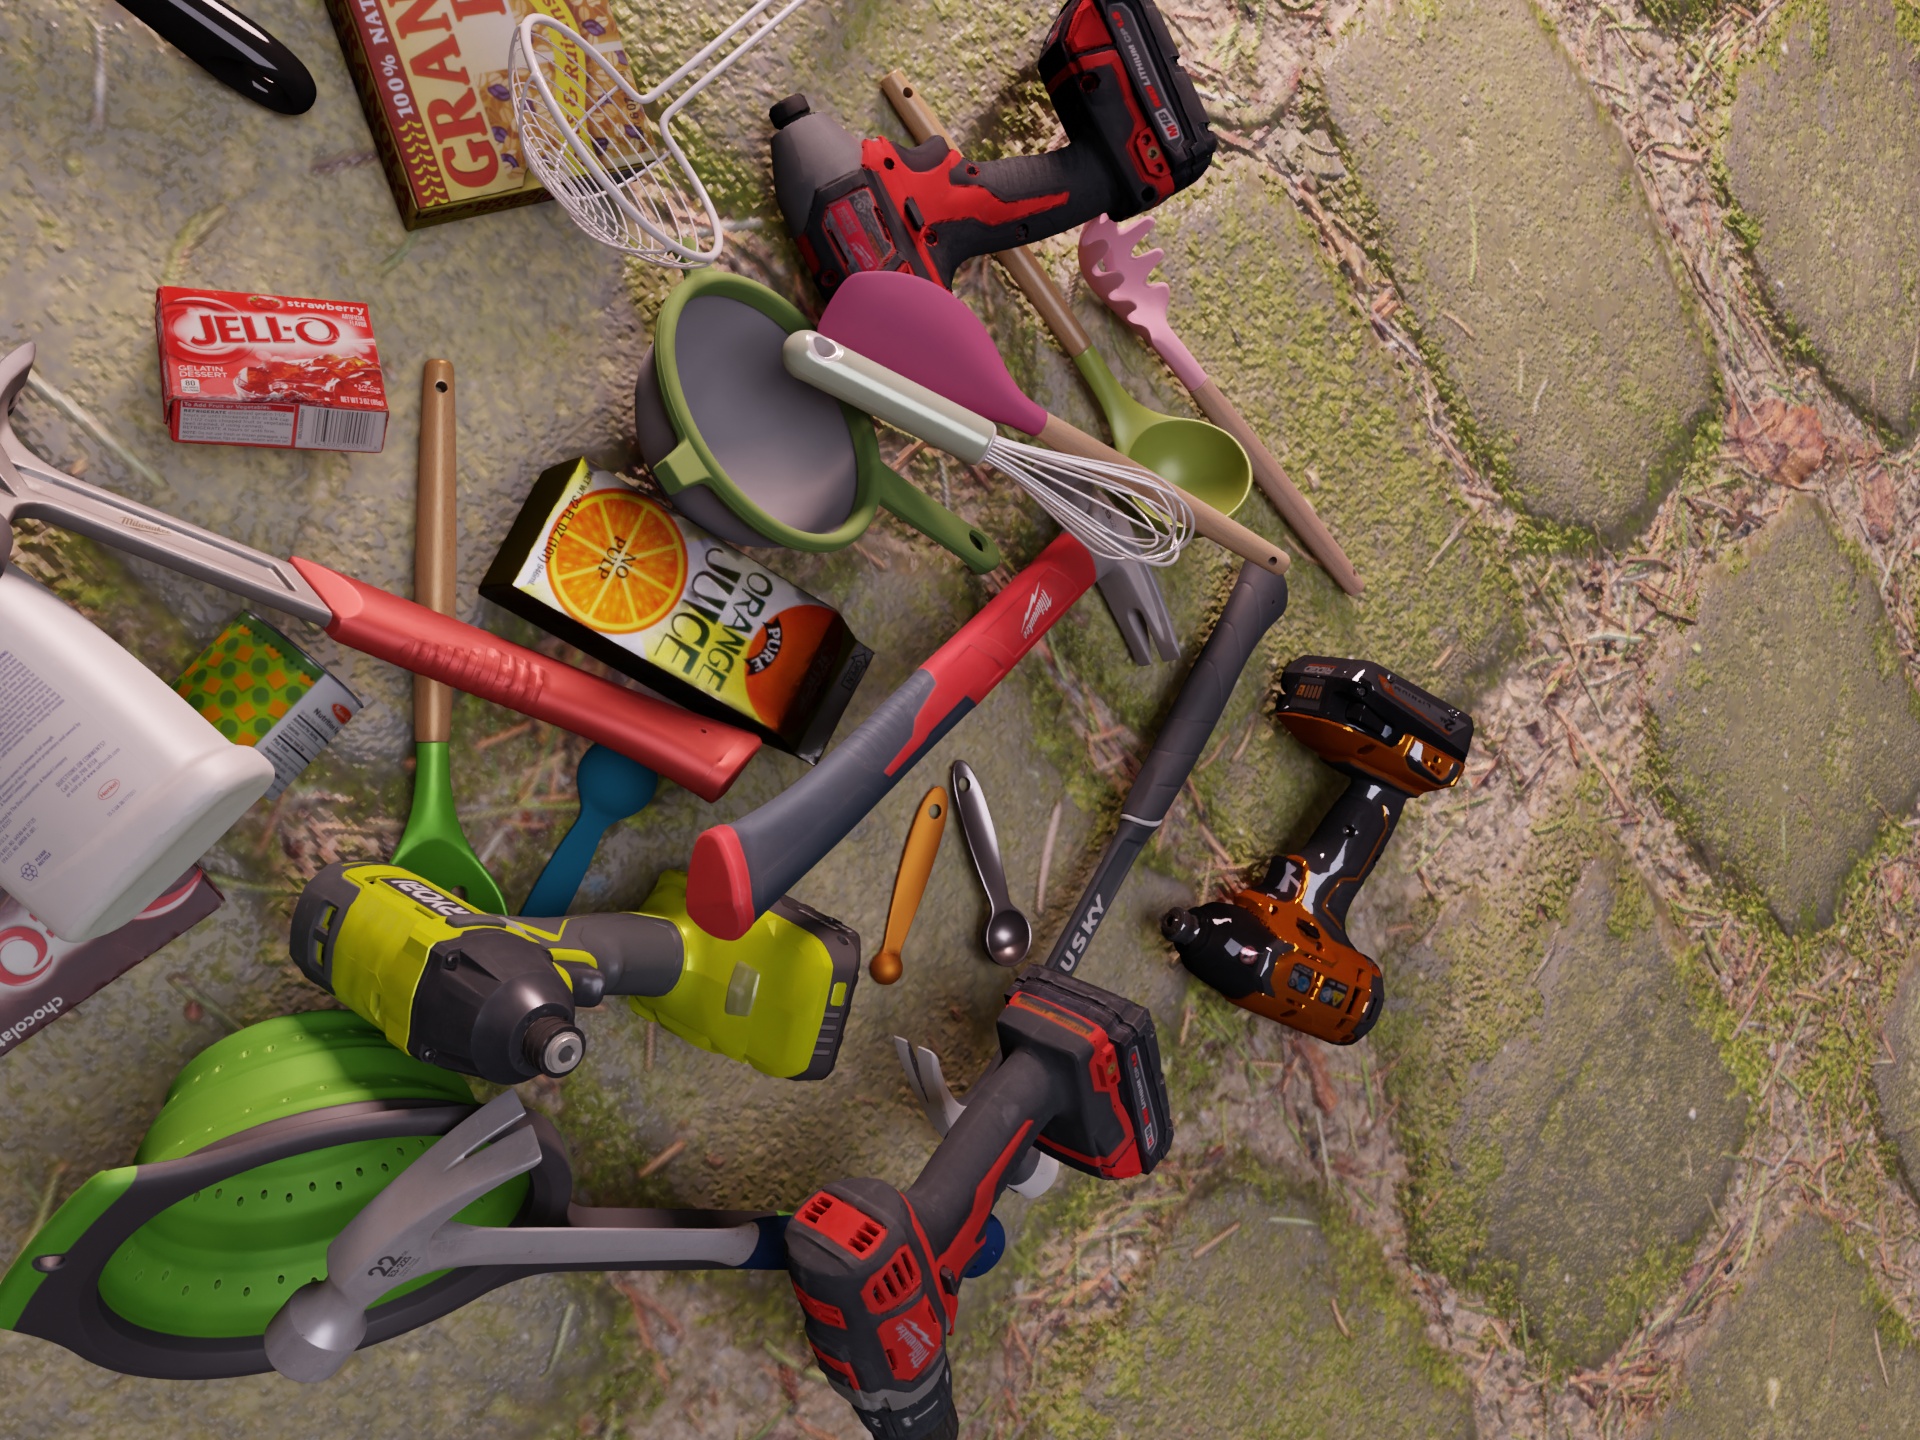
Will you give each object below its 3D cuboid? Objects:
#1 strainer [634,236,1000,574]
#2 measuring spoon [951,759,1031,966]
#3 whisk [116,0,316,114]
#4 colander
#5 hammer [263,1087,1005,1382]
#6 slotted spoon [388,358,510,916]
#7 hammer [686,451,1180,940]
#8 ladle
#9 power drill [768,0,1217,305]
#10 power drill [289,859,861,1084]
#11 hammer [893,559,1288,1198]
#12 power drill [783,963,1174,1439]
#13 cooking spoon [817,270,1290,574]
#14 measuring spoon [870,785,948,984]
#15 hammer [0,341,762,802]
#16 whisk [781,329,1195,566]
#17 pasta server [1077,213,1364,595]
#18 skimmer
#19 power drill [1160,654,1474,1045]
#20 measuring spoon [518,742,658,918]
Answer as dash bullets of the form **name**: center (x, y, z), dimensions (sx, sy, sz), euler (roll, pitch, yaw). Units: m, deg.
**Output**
- **strainer**: center (-0.080, -0.126, 0.839), dimensions (0.256, 0.069, 0.152), euler (28, 49, -45)
- **measuring spoon**: center (0.012, 0.083, 0.923), dimensions (0.034, 0.018, 0.124), euler (-18, 94, -38)
- **whisk**: center (-0.400, -0.347, 0.646), dimensions (0.295, 0.073, 0.073), euler (33, 76, -32)
- **colander**: center (-0.226, 0.211, 0.747), dimensions (0.396, 0.095, 0.204), euler (20, 123, -46)
- **hammer**: center (-0.108, 0.247, 0.760), dimensions (0.144, 0.035, 0.405), euler (-49, 142, 16)
- **slotted spoon**: center (-0.250, -0.015, 0.761), dimensions (0.070, 0.031, 0.314), euler (1, 90, -31)
- **hammer**: center (-0.001, -0.003, 0.820), dimensions (0.386, 0.038, 0.143), euler (-46, 115, -43)
- **ladle**: center (0.061, -0.236, 0.913), dimensions (0.078, 0.062, 0.320), euler (-45, 109, -17)
- **power drill**: center (0.010, -0.299, 0.845), dimensions (0.219, 0.078, 0.143), euler (-30, 101, -6)
- **power drill**: center (-0.157, 0.116, 0.712), dimensions (0.223, 0.171, 0.080), euler (10, 95, -50)
- **hammer**: center (0.095, 0.071, 0.942), dimensions (0.149, 0.036, 0.409), euler (46, 66, -41)
- **power drill**: center (0.014, 0.256, 0.806), dimensions (0.227, 0.080, 0.187), euler (-41, 132, -35)
- **cooking spoon**: center (0.064, -0.151, 0.870), dimensions (0.318, 0.017, 0.068), euler (25, 110, -27)
- **measuring spoon**: center (-0.026, 0.093, 0.900), dimensions (0.021, 0.011, 0.117), euler (21, 82, -29)
- **hammer**: center (-0.251, -0.046, 0.705), dimensions (0.358, 0.149, 0.036), euler (24, 118, -31)
- **whisk**: center (0.018, -0.140, 0.830), dimensions (0.246, 0.059, 0.058), euler (23, 52, -21)
- **pasta server**: center (0.168, -0.191, 0.986), dimensions (0.316, 0.040, 0.060), euler (46, 49, -24)
- **skimmer**: center (-0.083, -0.351, 0.776), dimensions (0.127, 0.090, 0.363), euler (50, 59, -23)
- **power drill**: center (0.221, 0.077, 1.003), dimensions (0.164, 0.084, 0.226), euler (25, 84, -28)
- **measuring spoon**: center (-0.191, 0.067, 0.799), dimensions (0.042, 0.021, 0.129), euler (33, 74, -26)
